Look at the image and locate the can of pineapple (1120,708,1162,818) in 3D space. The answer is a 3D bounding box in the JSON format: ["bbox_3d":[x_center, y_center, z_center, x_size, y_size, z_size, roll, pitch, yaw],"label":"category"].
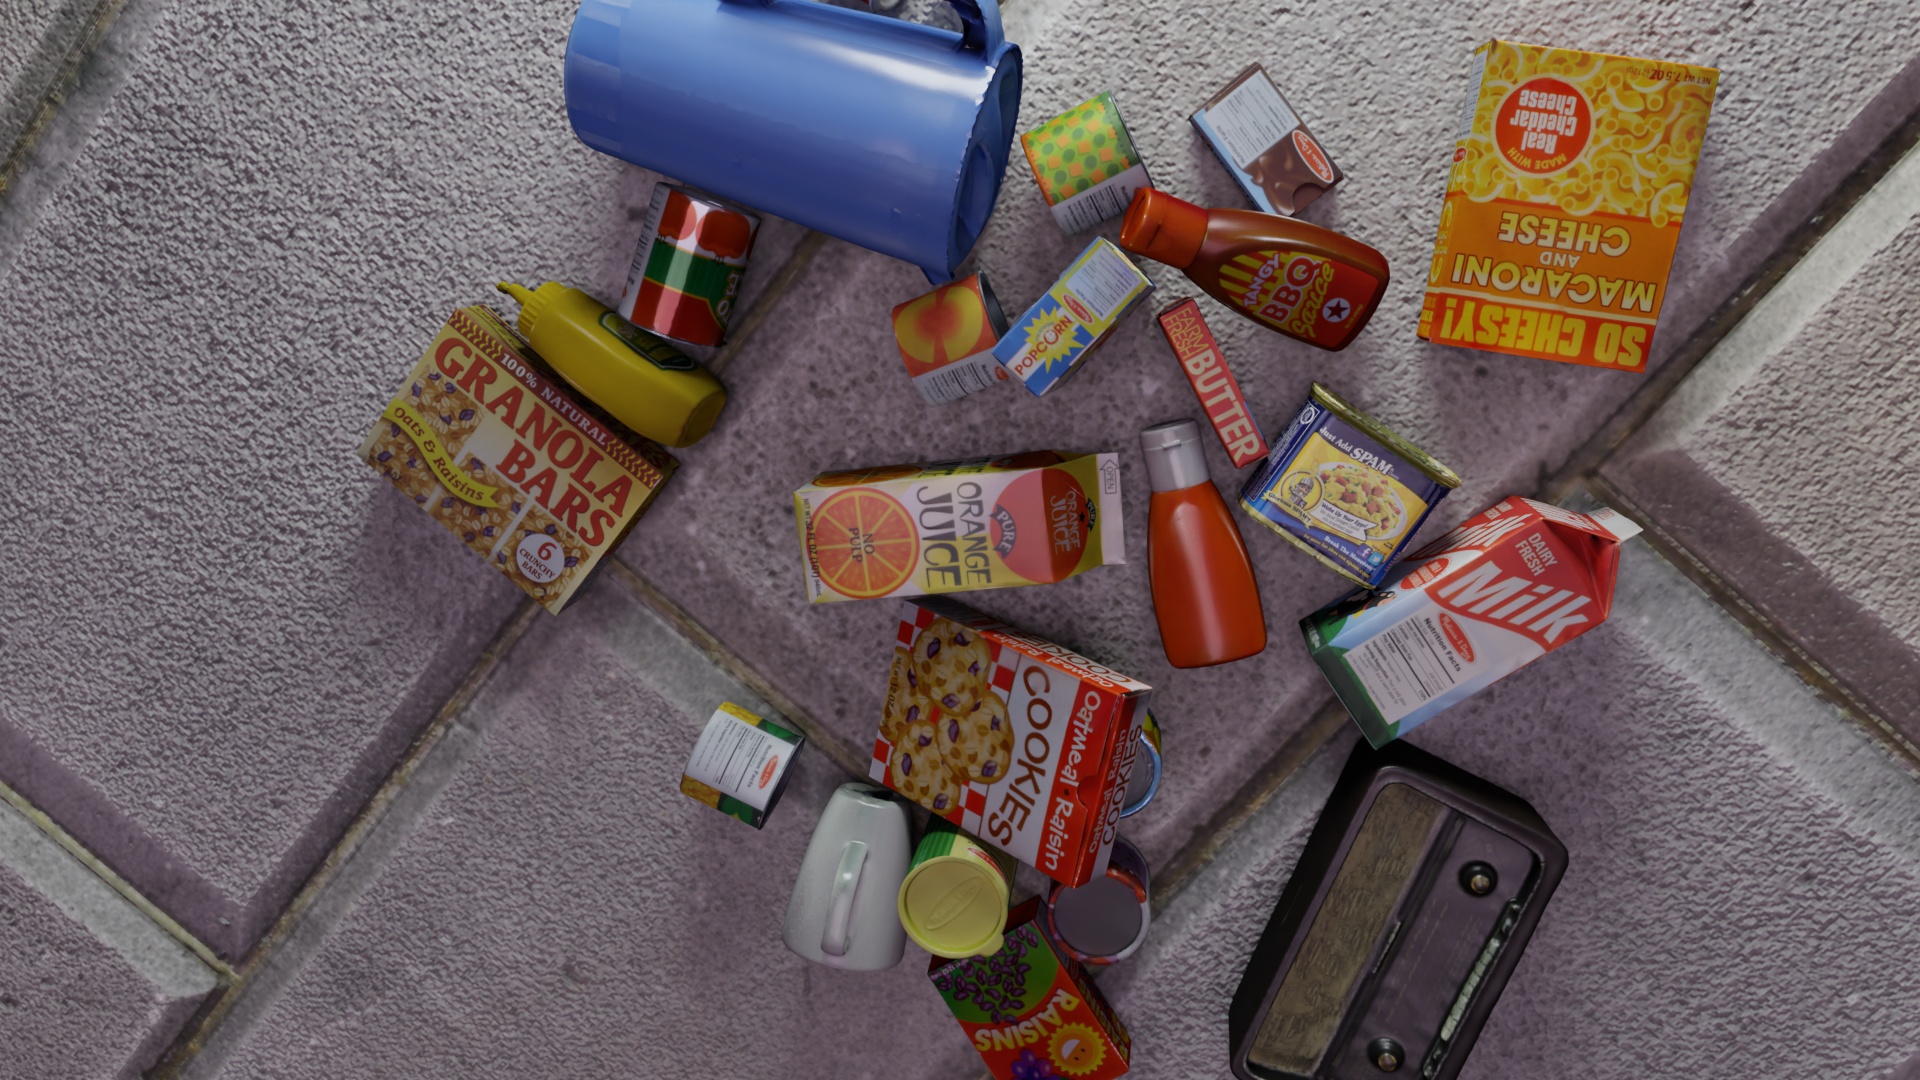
[{"bbox_3d":[0.095,0.135,0.874,0.071,0.058,0.071,1,102,7],"label":"can of pineapple"}]

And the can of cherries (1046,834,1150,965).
[{"bbox_3d":[0.087,0.229,0.894,0.071,0.058,0.071,1,102,7],"label":"can of cherries"}]

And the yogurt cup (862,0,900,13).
[{"bbox_3d":[-0.056,-0.344,0.792,0.054,0.072,0.072,26,104,10],"label":"yogurt cup"}]

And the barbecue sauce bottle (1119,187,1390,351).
[{"bbox_3d":[0.164,-0.158,0.788,0.148,0.044,0.064,17,129,-14],"label":"barbecue sauce bottle"}]

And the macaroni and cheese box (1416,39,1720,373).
[{"bbox_3d":[0.339,-0.186,0.785,0.124,0.040,0.166,10,102,5],"label":"macaroni and cheese box"}]

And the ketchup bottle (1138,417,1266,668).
[{"bbox_3d":[0.142,0.001,0.847,0.065,0.043,0.148,-12,100,9],"label":"ketchup bottle"}]

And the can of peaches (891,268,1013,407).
[{"bbox_3d":[-0.003,-0.121,0.831,0.058,0.071,0.071,-21,99,12],"label":"can of peaches"}]

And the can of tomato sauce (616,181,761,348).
[{"bbox_3d":[-0.162,-0.166,0.841,0.071,0.071,0.083,21,103,3],"label":"can of tomato sauce"}]

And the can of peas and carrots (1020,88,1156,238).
[{"bbox_3d":[0.073,-0.218,0.801,0.058,0.071,0.071,-25,98,12],"label":"can of peas and carrots"}]

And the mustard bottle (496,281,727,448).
[{"bbox_3d":[-0.223,-0.118,0.861,0.160,0.065,0.048,34,108,3],"label":"mustard bottle"}]

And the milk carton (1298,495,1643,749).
[{"bbox_3d":[0.304,0.037,0.820,0.190,0.072,0.073,-33,96,14],"label":"milk carton"}]

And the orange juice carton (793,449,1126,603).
[{"bbox_3d":[0.003,-0.011,0.848,0.193,0.073,0.071,-5,101,8],"label":"orange juice carton"}]

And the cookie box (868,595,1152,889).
[{"bbox_3d":[0.026,0.119,0.847,0.167,0.040,0.122,22,106,36],"label":"cookie box"}]

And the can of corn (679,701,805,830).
[{"bbox_3d":[-0.142,0.147,0.905,0.058,0.071,0.071,25,104,2],"label":"can of corn"}]

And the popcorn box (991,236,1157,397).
[{"bbox_3d":[0.067,-0.126,0.788,0.038,0.127,0.085,45,104,1],"label":"popcorn box"}]

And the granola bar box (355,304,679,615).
[{"bbox_3d":[-0.283,-0.052,0.894,0.165,0.039,0.124,40,104,-2],"label":"granola bar box"}]

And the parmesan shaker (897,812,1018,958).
[{"bbox_3d":[0.004,0.211,0.878,0.071,0.103,0.071,2,102,8],"label":"parmesan shaker"}]

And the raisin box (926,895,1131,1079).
[{"bbox_3d":[0.047,0.312,0.927,0.086,0.040,0.123,-31,95,12],"label":"raisin box"}]

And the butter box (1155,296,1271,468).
[{"bbox_3d":[0.149,-0.094,0.822,0.024,0.053,0.103,-27,97,10],"label":"butter box"}]

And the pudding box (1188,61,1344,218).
[{"bbox_3d":[0.176,-0.227,0.803,0.049,0.030,0.083,-38,95,12],"label":"pudding box"}]
